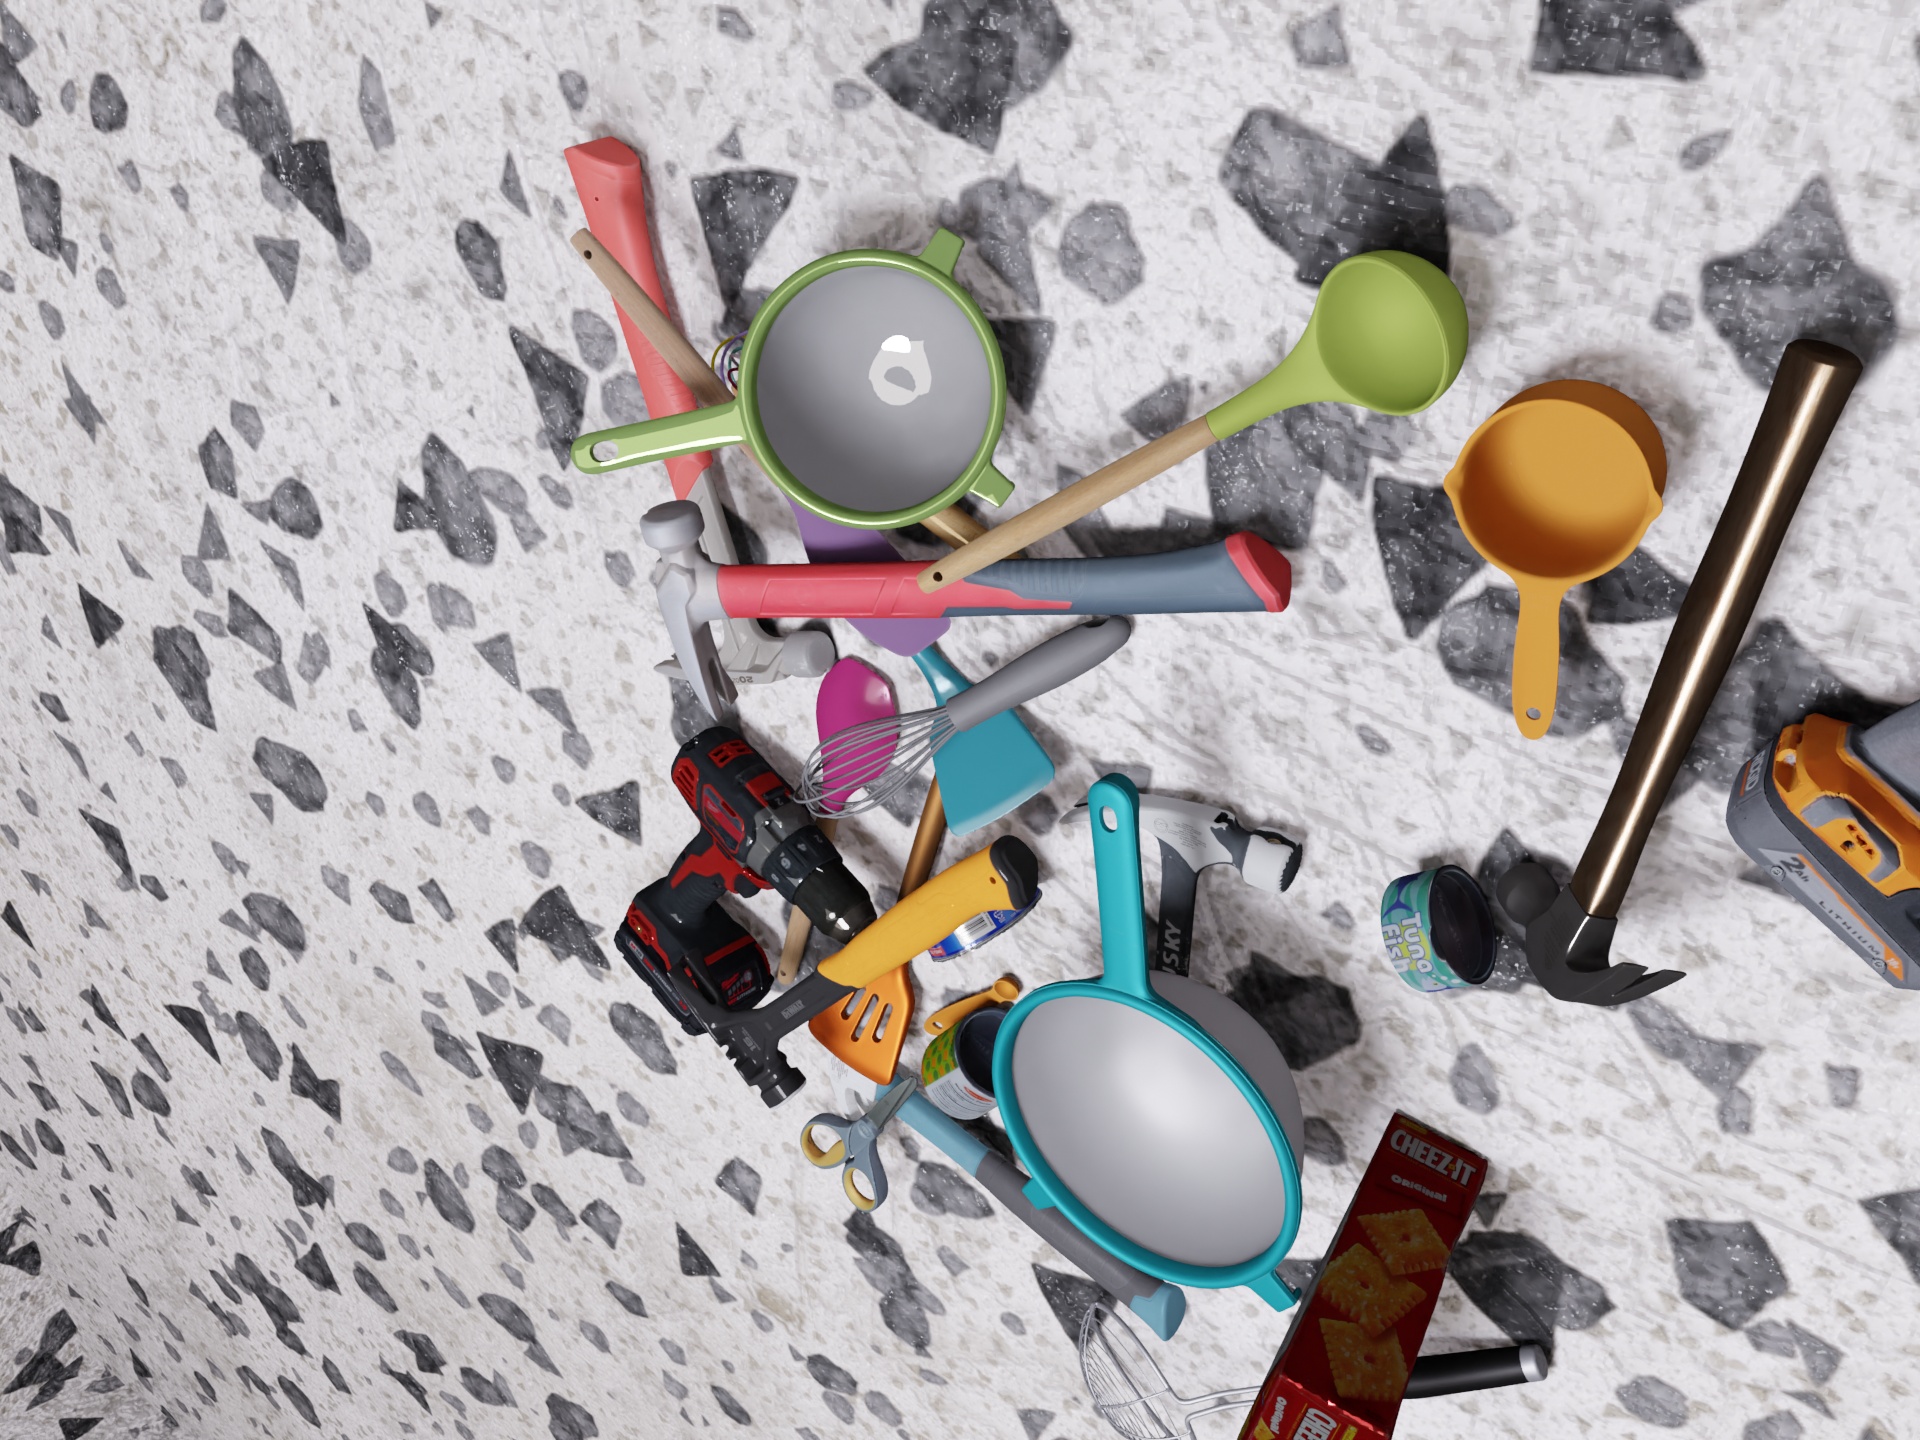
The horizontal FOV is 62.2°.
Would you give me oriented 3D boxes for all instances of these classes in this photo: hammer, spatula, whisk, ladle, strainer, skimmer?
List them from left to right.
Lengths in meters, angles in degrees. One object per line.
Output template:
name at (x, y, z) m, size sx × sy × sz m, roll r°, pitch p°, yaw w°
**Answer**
hammer at (-0.190, -0.189, 1.034) m, size 0.149 × 0.037 × 0.358 m, roll 2°, pitch 118°, yaw 35°
spatula at (-0.122, -0.162, 0.948) m, size 0.060 × 0.018 × 0.315 m, roll -33°, pitch 103°, yaw 30°
strainer at (-0.095, -0.178, 0.907) m, size 0.256 × 0.069 × 0.151 m, roll -10°, pitch 104°, yaw 14°
hammer at (-0.069, 0.150, 1.036) m, size 0.127 × 0.034 × 0.337 m, roll 52°, pitch 132°, yaw 0°
whisk at (-0.052, -0.150, 0.954) m, size 0.245 × 0.047 × 0.051 m, roll 39°, pitch 132°, yaw 6°
spatula at (-0.053, -0.079, 0.997) m, size 0.082 × 0.044 × 0.317 m, roll -33°, pitch 94°, yaw 23°
spatula at (-0.039, 0.125, 1.112) m, size 0.081 × 0.041 × 0.322 m, roll 32°, pitch 129°, yaw 20°
hammer at (-0.002, -0.063, 0.925) m, size 0.386 × 0.038 × 0.143 m, roll 1°, pitch 123°, yaw 23°
whisk at (-0.002, -0.003, 0.959) m, size 0.239 × 0.055 × 0.055 m, roll -28°, pitch 99°, yaw 20°
hammer at (0.027, 0.337, 1.179) m, size 0.331 × 0.033 × 0.128 m, roll 33°, pitch 133°, yaw 25°
hammer at (0.130, 0.221, 1.055) m, size 0.149 × 0.036 × 0.408 m, roll 19°, pitch 127°, yaw 27°
ladle at (0.101, -0.133, 0.797) m, size 0.320 × 0.062 × 0.078 m, roll -26°, pitch 97°, yaw 29°
strainer at (0.122, 0.172, 0.941) m, size 0.211 × 0.095 × 0.340 m, roll 12°, pitch 120°, yaw 37°
skimmer at (0.237, 0.452, 1.124) m, size 0.363 × 0.090 × 0.127 m, roll -23°, pitch 99°, yaw 32°
hammer at (0.331, -0.009, 0.731) m, size 0.031 × 0.130 × 0.331 m, roll 7°, pitch 118°, yaw -7°

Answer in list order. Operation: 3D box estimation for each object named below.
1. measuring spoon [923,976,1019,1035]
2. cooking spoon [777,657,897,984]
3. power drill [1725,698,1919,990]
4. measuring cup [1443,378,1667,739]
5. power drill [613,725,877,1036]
measuring spoon at (0.007, 0.207, 1.155) m, size 0.021 × 0.011 × 0.117 m, roll 43°, pitch 138°, yaw -8°
cooking spoon at (-0.100, 0.085, 1.149) m, size 0.069 × 0.017 × 0.318 m, roll 33°, pitch 131°, yaw 18°
power drill at (0.460, 0.016, 0.657) m, size 0.164 × 0.084 × 0.226 m, roll 44°, pitch 130°, yaw 5°
measuring cup at (0.281, -0.076, 0.750) m, size 0.095 × 0.052 × 0.173 m, roll 12°, pitch 125°, yaw 30°
power drill at (-0.157, 0.136, 1.167) m, size 0.188 × 0.080 × 0.226 m, roll 45°, pitch 133°, yaw 19°
